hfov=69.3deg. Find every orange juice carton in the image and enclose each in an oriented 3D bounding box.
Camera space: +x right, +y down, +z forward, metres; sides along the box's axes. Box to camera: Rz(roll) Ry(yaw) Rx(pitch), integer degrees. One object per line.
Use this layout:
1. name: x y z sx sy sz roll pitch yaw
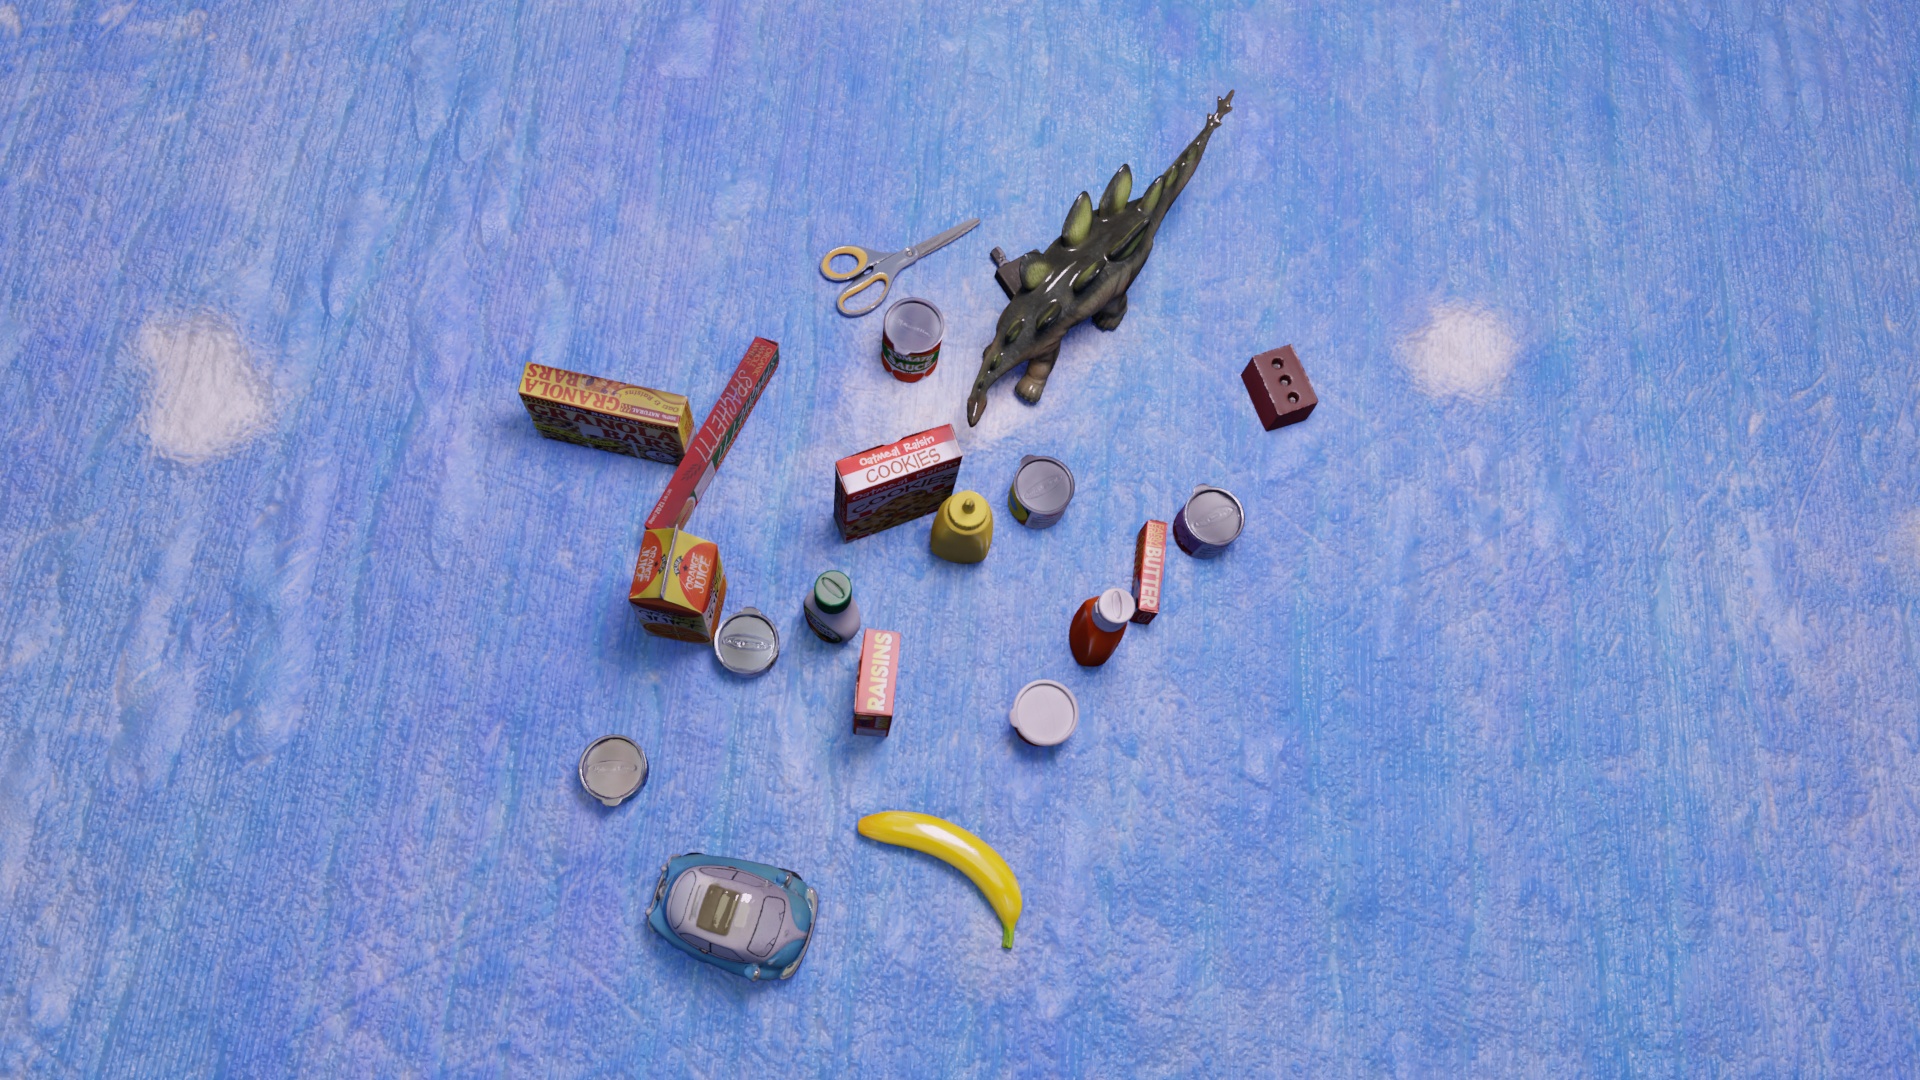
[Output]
1. orange juice carton: -0.277 0.045 1.366 0.073 0.192 0.072 11 72 -2

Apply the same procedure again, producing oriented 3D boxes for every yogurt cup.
1. yogurt cup: 0.084 0.181 1.432 0.072 0.053 0.072 2 72 -5

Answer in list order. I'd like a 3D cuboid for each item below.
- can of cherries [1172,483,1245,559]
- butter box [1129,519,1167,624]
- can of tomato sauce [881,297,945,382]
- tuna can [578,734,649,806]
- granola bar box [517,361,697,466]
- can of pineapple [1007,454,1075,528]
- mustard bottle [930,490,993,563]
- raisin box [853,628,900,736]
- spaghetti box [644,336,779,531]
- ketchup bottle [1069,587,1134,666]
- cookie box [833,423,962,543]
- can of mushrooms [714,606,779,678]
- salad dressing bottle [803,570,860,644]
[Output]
1. can of cherries: 0.269 -0.021 1.513 0.071 0.058 0.071 2 72 -5
2. butter box: 0.201 0.034 1.491 0.024 0.053 0.104 9 72 -3
3. can of tomato sauce: -0.054 -0.218 1.530 0.071 0.083 0.071 2 73 -5
4. tuna can: -0.345 0.231 1.383 0.071 0.032 0.071 2 72 -5
5. granola bar box: -0.364 -0.128 1.448 0.166 0.124 0.039 12 72 -2
6. can of pineapple: 0.086 -0.053 1.505 0.071 0.057 0.071 2 72 -5
7. mustard bottle: 0.005 -0.018 1.431 0.065 0.159 0.049 10 72 -3
8. raisin box: -0.085 0.144 1.390 0.040 0.123 0.086 7 72 -3
9. spaghetti box: -0.263 -0.107 1.490 0.029 0.050 0.251 26 72 3
10. ketchup bottle: 0.144 0.085 1.419 0.043 0.148 0.065 -1 73 -6
11. cookie box: -0.068 -0.057 1.433 0.123 0.167 0.040 -20 76 -11
12. can of mushrooms: -0.220 0.106 1.436 0.071 0.033 0.071 2 72 -5
13. salad dressing bottle: -0.129 0.066 1.398 0.064 0.147 0.044 41 74 7
